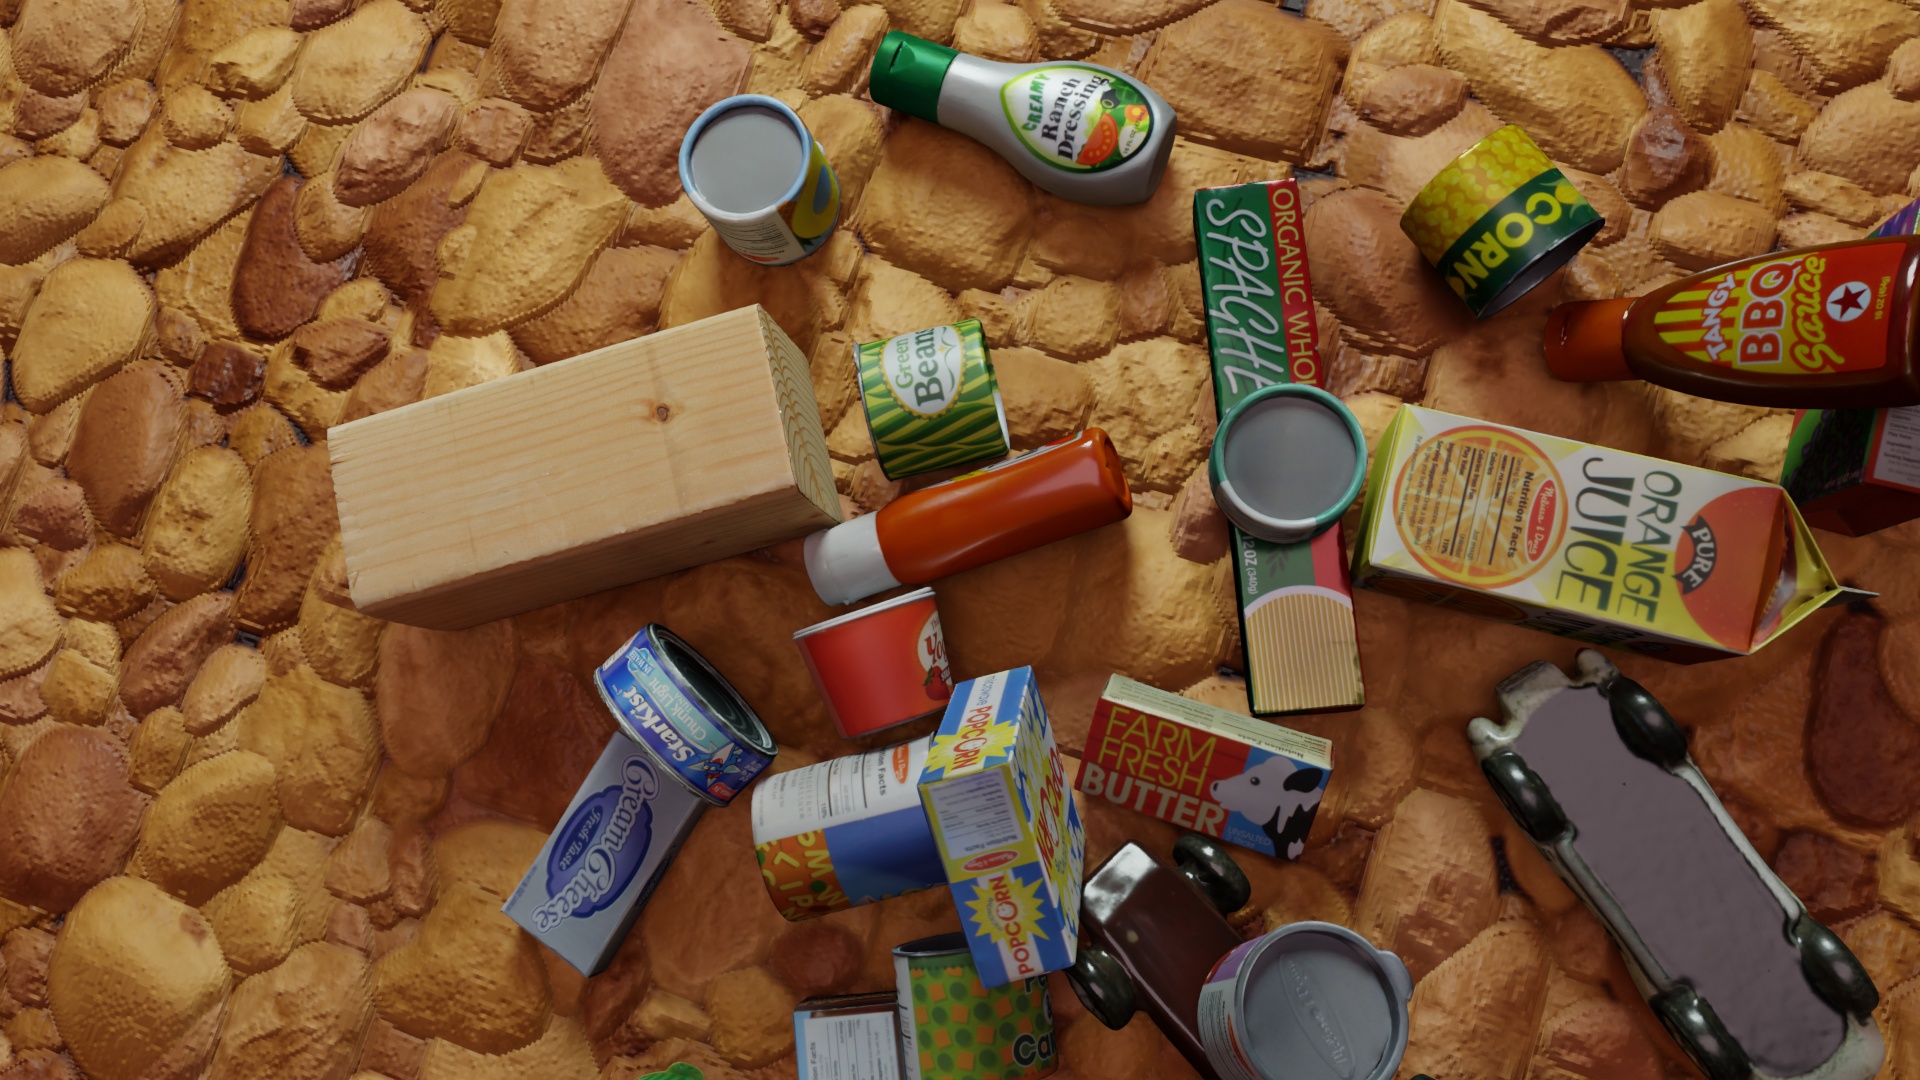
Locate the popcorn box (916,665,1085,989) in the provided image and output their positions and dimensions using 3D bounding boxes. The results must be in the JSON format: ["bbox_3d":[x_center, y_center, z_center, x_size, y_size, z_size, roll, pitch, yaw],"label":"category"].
[{"bbox_3d":[0.020,0.111,0.569,0.038,0.127,0.085,-16,99,10],"label":"popcorn box"}]

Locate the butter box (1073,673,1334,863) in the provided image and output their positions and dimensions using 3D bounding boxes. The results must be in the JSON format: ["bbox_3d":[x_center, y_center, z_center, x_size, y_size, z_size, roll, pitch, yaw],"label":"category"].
[{"bbox_3d":[0.106,0.099,0.610,0.103,0.024,0.053,16,114,11],"label":"butter box"}]

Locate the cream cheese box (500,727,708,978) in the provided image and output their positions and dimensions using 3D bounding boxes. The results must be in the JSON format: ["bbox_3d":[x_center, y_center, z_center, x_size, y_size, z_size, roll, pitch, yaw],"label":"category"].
[{"bbox_3d":[-0.164,0.145,0.651,0.053,0.024,0.104,31,86,11],"label":"cream cheese box"}]

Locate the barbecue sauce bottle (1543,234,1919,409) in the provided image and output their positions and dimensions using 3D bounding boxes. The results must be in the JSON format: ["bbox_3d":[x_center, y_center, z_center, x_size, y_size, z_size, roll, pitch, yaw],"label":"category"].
[{"bbox_3d":[0.316,-0.085,0.569,0.043,0.148,0.065,20,82,-34],"label":"barbecue sauce bottle"}]

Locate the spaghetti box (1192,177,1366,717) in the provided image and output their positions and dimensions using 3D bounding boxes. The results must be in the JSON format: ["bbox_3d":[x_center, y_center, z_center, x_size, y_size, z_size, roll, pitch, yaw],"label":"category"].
[{"bbox_3d":[0.144,-0.045,0.638,0.050,0.028,0.250,-6,80,6],"label":"spaghetti box"}]

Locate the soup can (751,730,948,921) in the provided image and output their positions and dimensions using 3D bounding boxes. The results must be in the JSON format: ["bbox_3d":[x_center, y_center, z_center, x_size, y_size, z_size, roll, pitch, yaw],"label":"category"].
[{"bbox_3d":[-0.041,0.129,0.617,0.084,0.071,0.071,-16,79,6],"label":"soup can"}]

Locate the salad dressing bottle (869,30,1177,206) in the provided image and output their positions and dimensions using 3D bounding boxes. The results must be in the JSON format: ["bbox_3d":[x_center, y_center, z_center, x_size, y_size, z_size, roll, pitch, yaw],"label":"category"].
[{"bbox_3d":[0.029,-0.208,0.673,0.148,0.044,0.064,21,85,11],"label":"salad dressing bottle"}]

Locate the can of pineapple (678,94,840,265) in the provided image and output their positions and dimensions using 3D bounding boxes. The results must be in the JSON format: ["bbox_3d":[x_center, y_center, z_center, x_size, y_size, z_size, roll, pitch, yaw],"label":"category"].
[{"bbox_3d":[-0.097,-0.177,0.679,0.071,0.058,0.071,-1,80,8],"label":"can of pineapple"}]

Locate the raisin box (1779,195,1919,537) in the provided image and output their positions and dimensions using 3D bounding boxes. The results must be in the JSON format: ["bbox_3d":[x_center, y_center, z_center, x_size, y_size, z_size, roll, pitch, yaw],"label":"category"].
[{"bbox_3d":[0.388,-0.070,0.578,0.040,0.086,0.123,15,83,12],"label":"raisin box"}]

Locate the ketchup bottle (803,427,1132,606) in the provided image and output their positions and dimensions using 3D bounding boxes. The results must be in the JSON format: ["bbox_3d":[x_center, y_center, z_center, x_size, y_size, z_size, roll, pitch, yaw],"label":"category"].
[{"bbox_3d":[0.002,-0.008,0.636,0.149,0.065,0.043,-19,85,13],"label":"ketchup bottle"}]

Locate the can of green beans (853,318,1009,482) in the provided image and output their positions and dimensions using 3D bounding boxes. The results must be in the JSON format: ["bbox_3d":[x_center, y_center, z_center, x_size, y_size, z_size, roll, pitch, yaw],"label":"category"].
[{"bbox_3d":[-0.012,-0.065,0.644,0.058,0.071,0.071,-12,79,6],"label":"can of green beans"}]

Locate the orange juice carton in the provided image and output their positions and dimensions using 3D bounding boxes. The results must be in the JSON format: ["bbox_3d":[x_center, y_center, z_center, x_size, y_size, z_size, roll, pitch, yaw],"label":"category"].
[{"bbox_3d":[0.271,0.004,0.589,0.193,0.071,0.073,14,83,10],"label":"orange juice carton"}]

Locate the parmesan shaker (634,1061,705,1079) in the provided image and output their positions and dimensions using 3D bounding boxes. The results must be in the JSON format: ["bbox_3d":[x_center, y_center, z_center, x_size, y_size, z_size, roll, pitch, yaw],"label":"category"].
[{"bbox_3d":[-0.142,0.267,0.587,0.071,0.103,0.071,-1,81,8],"label":"parmesan shaker"}]

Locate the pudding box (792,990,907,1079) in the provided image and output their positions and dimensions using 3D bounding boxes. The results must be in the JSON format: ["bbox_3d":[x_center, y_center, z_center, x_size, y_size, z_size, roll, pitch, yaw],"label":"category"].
[{"bbox_3d":[-0.045,0.245,0.614,0.050,0.030,0.084,-8,80,6],"label":"pudding box"}]

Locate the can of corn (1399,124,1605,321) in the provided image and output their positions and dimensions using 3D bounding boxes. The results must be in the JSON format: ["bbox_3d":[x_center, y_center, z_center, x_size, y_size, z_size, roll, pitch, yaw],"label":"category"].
[{"bbox_3d":[0.239,-0.141,0.619,0.071,0.071,0.058,-36,77,1],"label":"can of corn"}]

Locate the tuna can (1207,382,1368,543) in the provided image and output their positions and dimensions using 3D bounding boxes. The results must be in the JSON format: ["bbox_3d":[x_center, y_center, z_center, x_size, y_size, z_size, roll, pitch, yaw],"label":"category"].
[{"bbox_3d":[0.143,-0.036,0.603,0.071,0.033,0.071,-1,81,7],"label":"tuna can"}]

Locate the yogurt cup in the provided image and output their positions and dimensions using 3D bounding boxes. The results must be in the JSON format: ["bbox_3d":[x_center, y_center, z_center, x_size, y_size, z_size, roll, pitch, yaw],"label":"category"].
[{"bbox_3d":[-0.036,0.057,0.629,0.072,0.072,0.054,-19,87,5],"label":"yogurt cup"}]

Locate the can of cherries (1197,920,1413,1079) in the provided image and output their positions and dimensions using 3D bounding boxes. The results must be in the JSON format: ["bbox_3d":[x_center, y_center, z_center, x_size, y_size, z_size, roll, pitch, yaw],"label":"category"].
[{"bbox_3d":[0.133,0.184,0.538,0.071,0.058,0.072,2,67,-5],"label":"can of cherries"}]

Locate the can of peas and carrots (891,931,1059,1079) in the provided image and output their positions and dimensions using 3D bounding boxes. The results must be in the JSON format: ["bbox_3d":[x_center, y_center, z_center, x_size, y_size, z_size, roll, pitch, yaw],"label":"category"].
[{"bbox_3d":[0.009,0.200,0.596,0.071,0.071,0.059,-9,81,7],"label":"can of peas and carrots"}]
